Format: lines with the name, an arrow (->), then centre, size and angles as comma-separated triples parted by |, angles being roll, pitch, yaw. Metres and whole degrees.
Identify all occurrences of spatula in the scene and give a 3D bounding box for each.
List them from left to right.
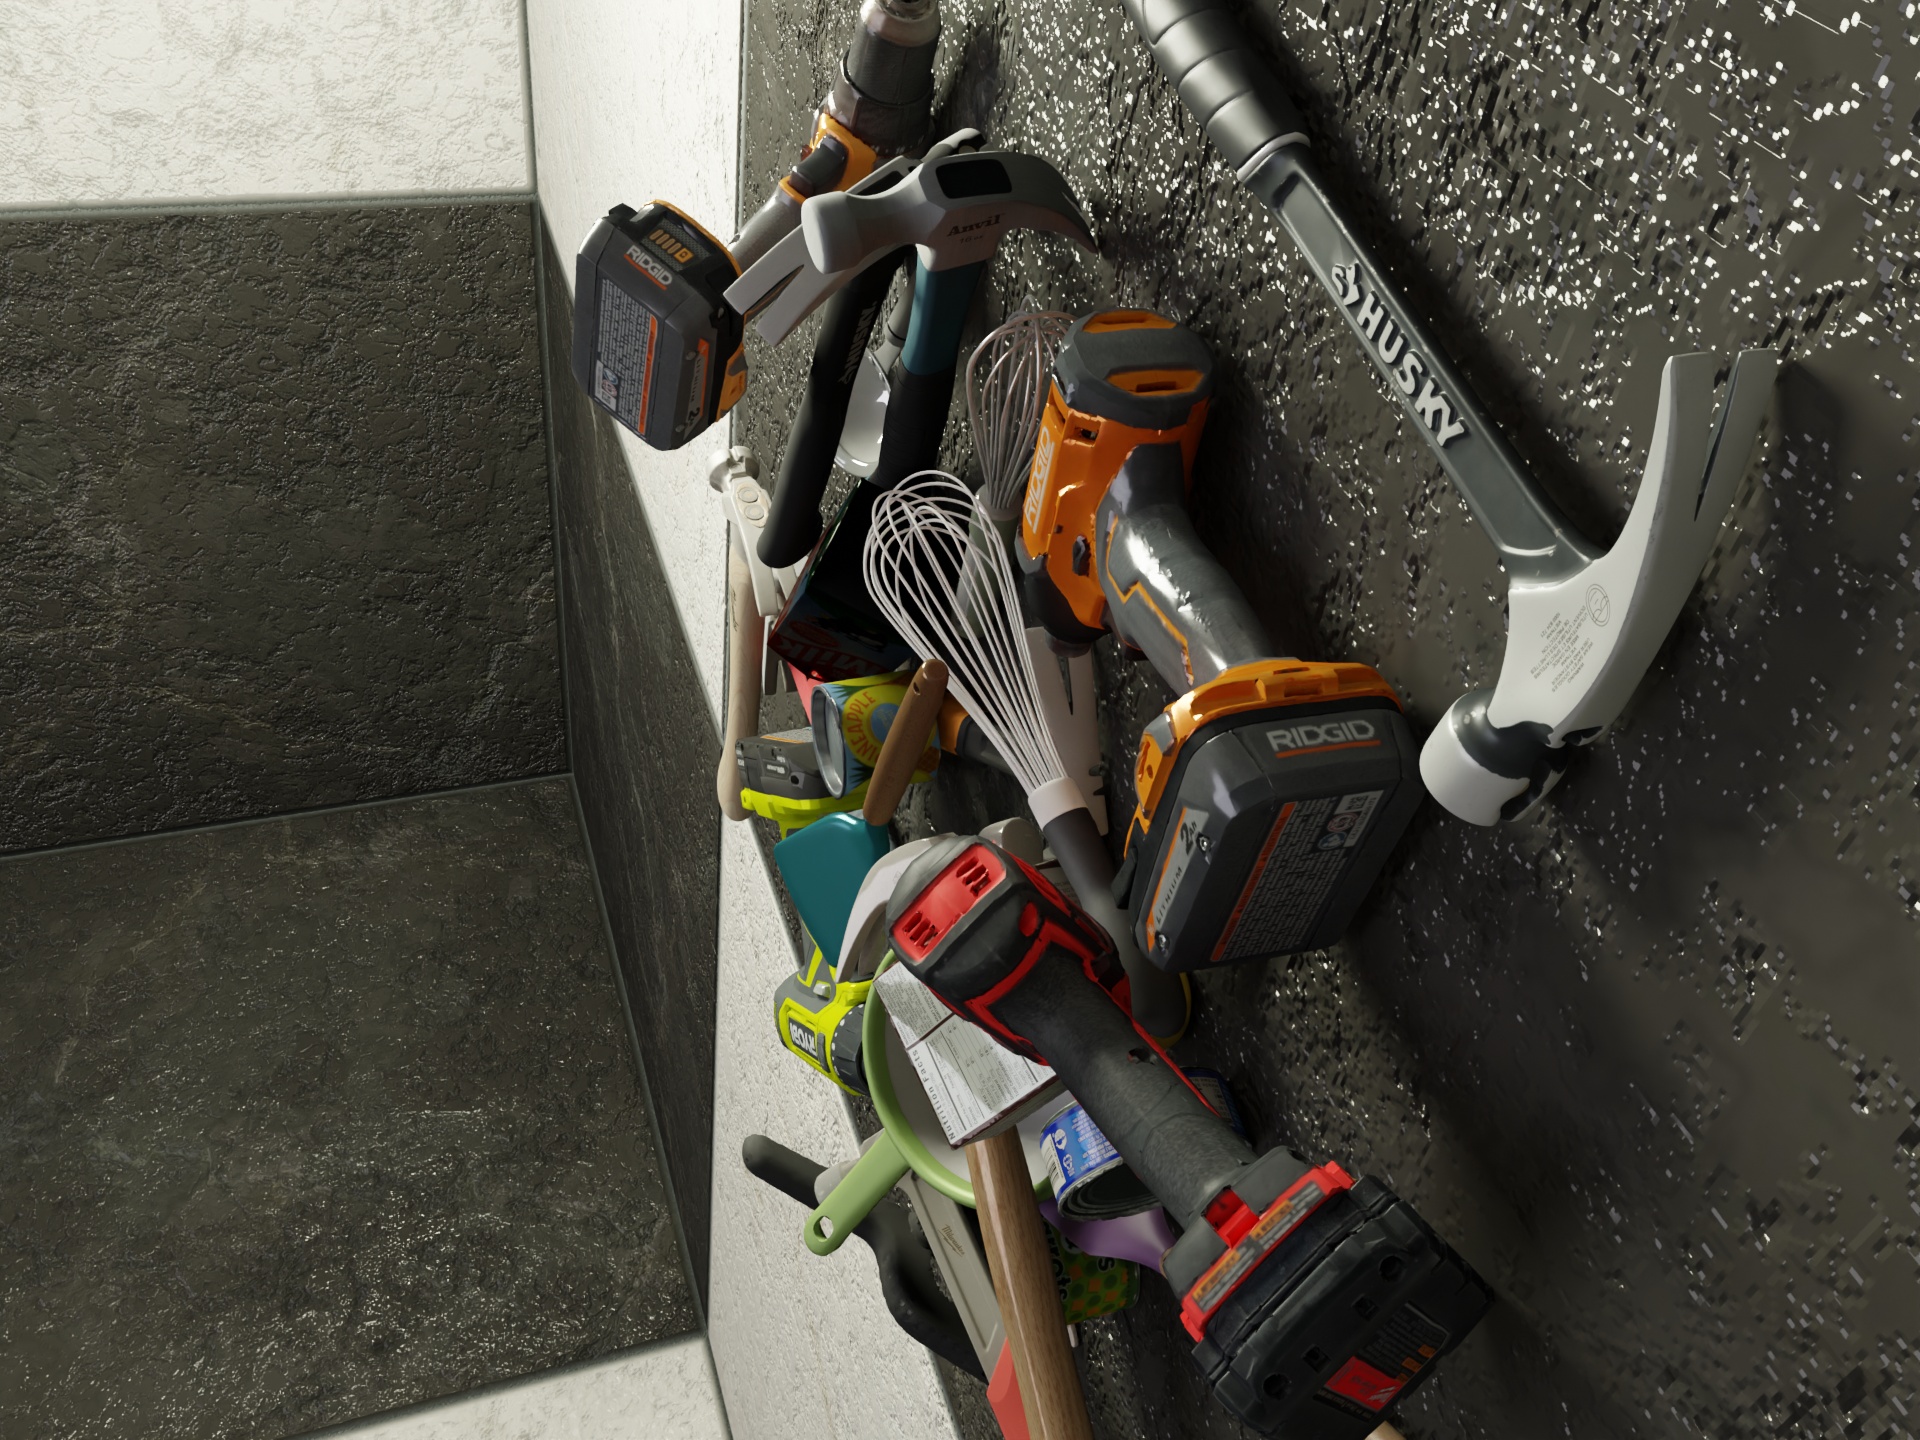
spatula -> -0.048, 0.044, 0.805 | 0.082, 0.044, 0.317 | 61, 160, 16
spatula -> 0.108, 0.247, 0.697 | 0.060, 0.018, 0.316 | -53, 24, -7

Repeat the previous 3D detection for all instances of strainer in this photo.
strainer -> -0.034, -0.216, 0.901 | 0.087, 0.050, 0.258 | 60, 151, 10
strainer -> -0.003, 0.209, 0.858 | 0.152, 0.069, 0.256 | 52, 125, 24

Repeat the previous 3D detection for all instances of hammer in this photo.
hammer -> -0.171, -0.027, 1.279 | 0.410, 0.038, 0.146 | 104, 150, -55
hammer -> -0.077, -0.171, 0.865 | 0.035, 0.146, 0.334 | 47, 154, 7
hammer -> -0.083, 0.049, 1.162 | 0.143, 0.038, 0.387 | 99, 155, -44
hammer -> -0.018, -0.173, 0.784 | 0.331, 0.128, 0.033 | 117, 134, -74
hammer -> -0.001, -0.003, 0.905 | 0.337, 0.034, 0.127 | -159, 62, -69
hammer -> 0.017, 0.220, 0.777 | 0.130, 0.031, 0.331 | -18, 83, 39
hammer -> 0.047, 0.380, 0.865 | 0.036, 0.149, 0.359 | 20, -140, -62
hammer -> 0.109, -0.173, 0.510 | 0.149, 0.036, 0.409 | 108, 148, -51

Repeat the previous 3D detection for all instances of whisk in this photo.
whisk -> 0.020, -0.112, 0.779 | 0.246, 0.059, 0.058 | 104, 153, -59
whisk -> 0.030, 0.009, 0.702 | 0.285, 0.070, 0.070 | 64, 156, 20

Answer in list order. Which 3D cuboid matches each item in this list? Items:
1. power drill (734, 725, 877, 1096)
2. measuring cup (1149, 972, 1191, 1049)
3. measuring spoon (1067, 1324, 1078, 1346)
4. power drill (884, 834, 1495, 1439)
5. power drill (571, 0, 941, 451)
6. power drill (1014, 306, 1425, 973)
power drill -> -0.071, 0.121, 0.990 | 0.191, 0.080, 0.228 | 5, 104, 65
measuring cup -> 0.100, 0.096, 0.682 | 0.156, 0.029, 0.062 | -54, 51, 48
measuring spoon -> 0.050, 0.300, 0.925 | 0.124, 0.018, 0.034 | 71, 158, 11
power drill -> 0.071, 0.138, 0.554 | 0.220, 0.078, 0.143 | 44, 179, 39
power drill -> -0.093, -0.262, 0.815 | 0.084, 0.226, 0.185 | 39, 151, 5
power drill -> 0.078, -0.023, 0.600 | 0.164, 0.084, 0.227 | 101, 157, -50
